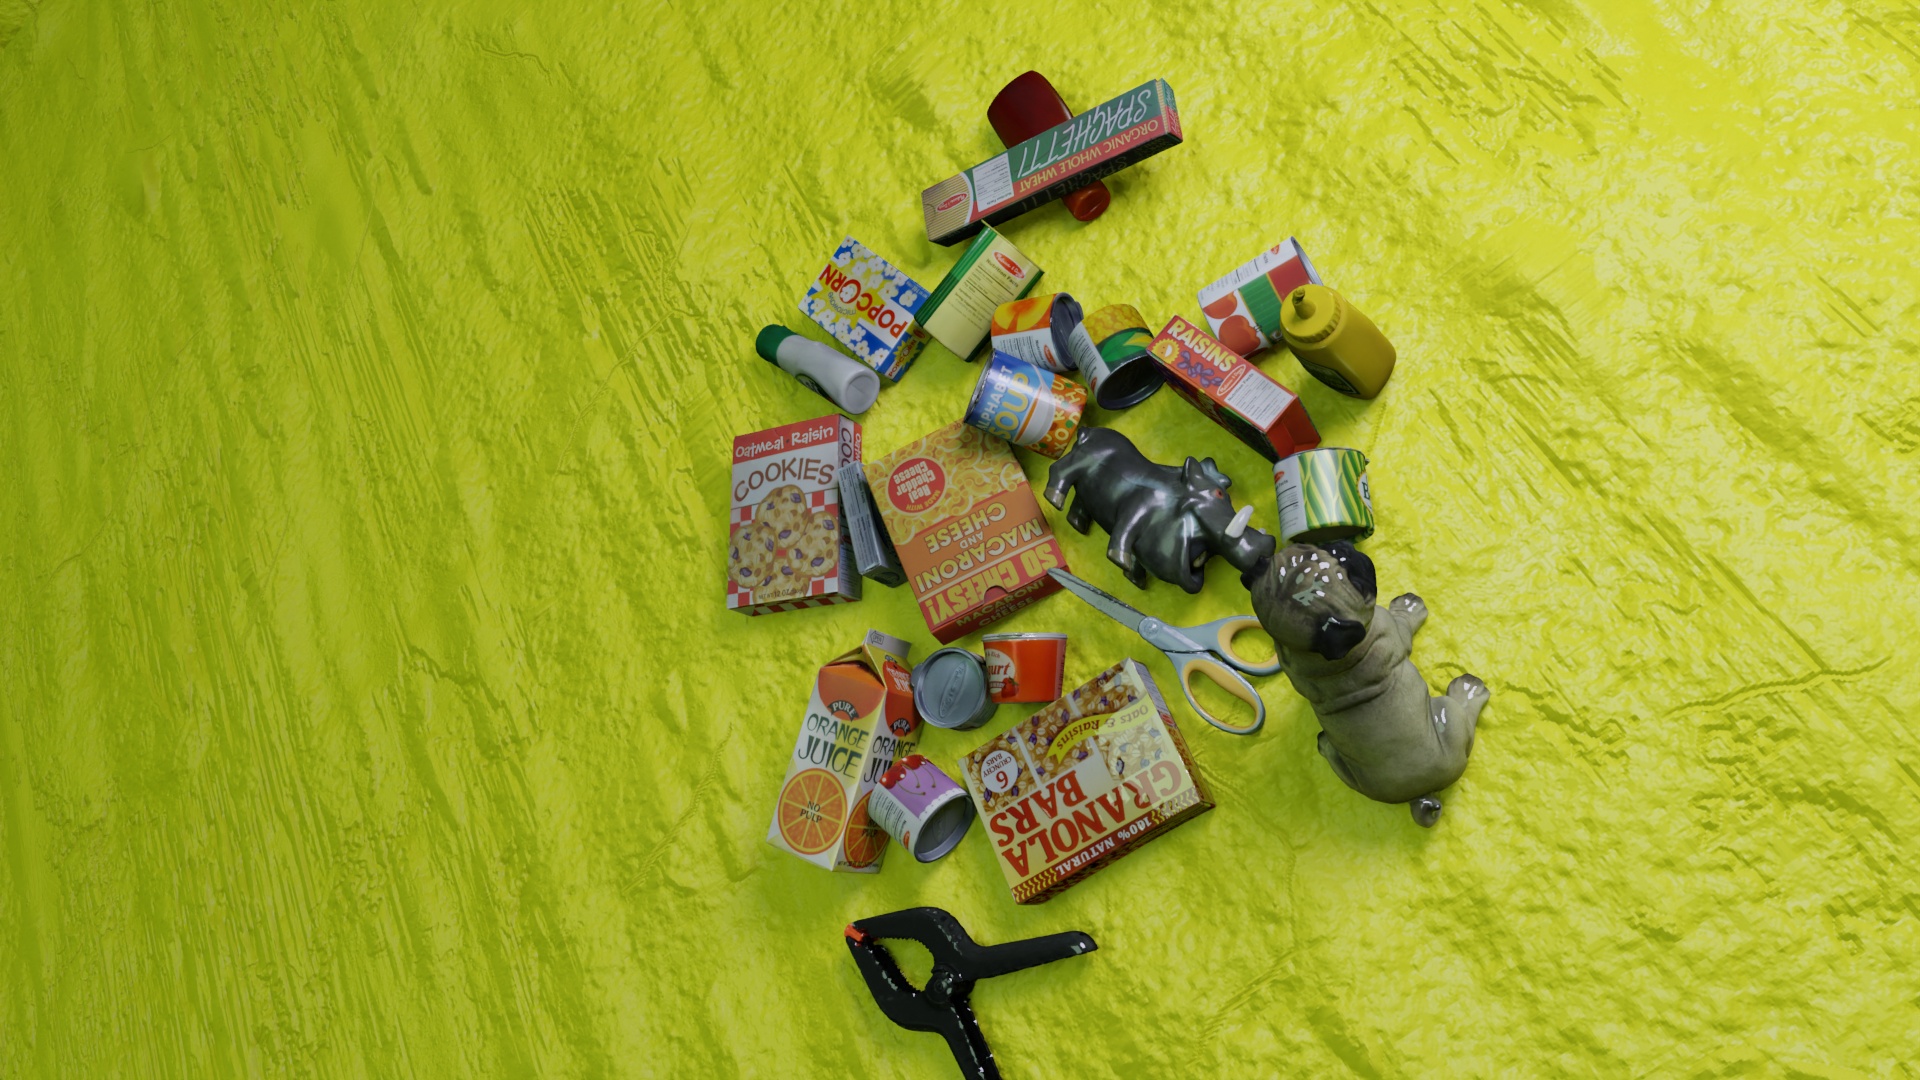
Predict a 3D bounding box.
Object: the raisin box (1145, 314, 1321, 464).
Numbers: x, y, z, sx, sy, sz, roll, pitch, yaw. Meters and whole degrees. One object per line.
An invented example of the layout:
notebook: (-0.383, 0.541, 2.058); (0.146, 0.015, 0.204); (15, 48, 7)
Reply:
raisin box: (0.205, -0.109, 1.047); (0.040, 0.086, 0.124); (-49, 58, 3)

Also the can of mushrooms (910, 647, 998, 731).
can of mushrooms: (-0.004, 0.121, 1.135); (0.071, 0.033, 0.071); (-8, 73, 29)

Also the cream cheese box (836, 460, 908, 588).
cream cheese box: (-0.076, -0.014, 1.205); (0.024, 0.053, 0.104); (-24, 65, 21)

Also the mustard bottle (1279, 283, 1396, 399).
mustard bottle: (0.259, -0.146, 0.982); (0.065, 0.160, 0.049); (31, 95, 35)

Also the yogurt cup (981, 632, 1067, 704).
yogurt cup: (0.051, 0.101, 1.092); (0.072, 0.072, 0.054); (-6, 81, 29)

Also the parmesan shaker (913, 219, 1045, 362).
parmesan shaker: (0.013, -0.215, 1.201); (0.103, 0.071, 0.071); (-50, 58, 10)

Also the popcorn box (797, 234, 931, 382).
popcorn box: (-0.081, -0.213, 1.275); (0.127, 0.038, 0.085); (41, 98, 33)

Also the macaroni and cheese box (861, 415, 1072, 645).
macaroni and cheese box: (0.004, -0.014, 1.148); (0.124, 0.040, 0.167); (-26, 63, 5)

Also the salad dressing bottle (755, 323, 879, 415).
salad dressing bottle: (-0.135, -0.161, 1.282); (0.148, 0.064, 0.044); (32, 89, 42)

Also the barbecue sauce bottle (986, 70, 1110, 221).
barbecue sauce bottle: (0.081, -0.342, 1.214); (0.064, 0.043, 0.149); (-40, 60, 19)

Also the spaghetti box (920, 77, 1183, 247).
spaghetti box: (0.072, -0.313, 1.169); (0.249, 0.029, 0.050); (-16, 77, 36)

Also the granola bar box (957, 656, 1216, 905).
granola bar box: (0.093, 0.184, 1.056); (0.165, 0.039, 0.124); (-34, 62, 18)

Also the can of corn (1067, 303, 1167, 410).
can of corn: (0.129, -0.149, 1.117); (0.071, 0.071, 0.058); (-36, 61, 18)

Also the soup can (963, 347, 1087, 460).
soup can: (0.053, -0.109, 1.126); (0.084, 0.071, 0.071); (22, 88, -5)

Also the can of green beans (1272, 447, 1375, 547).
can of green beans: (0.262, -0.029, 1.002); (0.071, 0.071, 0.058); (-13, 71, 27)

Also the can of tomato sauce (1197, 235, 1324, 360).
can of tomato sauce: (0.234, -0.181, 1.064); (0.083, 0.071, 0.071); (-29, 63, 22)

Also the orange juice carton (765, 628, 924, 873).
orange juice carton: (-0.086, 0.170, 1.147); (0.073, 0.072, 0.193); (13, 83, 32)

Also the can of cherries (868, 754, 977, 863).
can of cherries: (-0.029, 0.212, 1.107); (0.058, 0.071, 0.071); (34, 95, 34)

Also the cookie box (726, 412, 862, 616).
cookie box: (-0.150, -0.023, 1.260); (0.123, 0.040, 0.168); (-10, 71, 28)

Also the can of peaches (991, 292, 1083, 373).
can of peaches: (0.066, -0.172, 1.161); (0.058, 0.071, 0.071); (-6, 73, 30)
